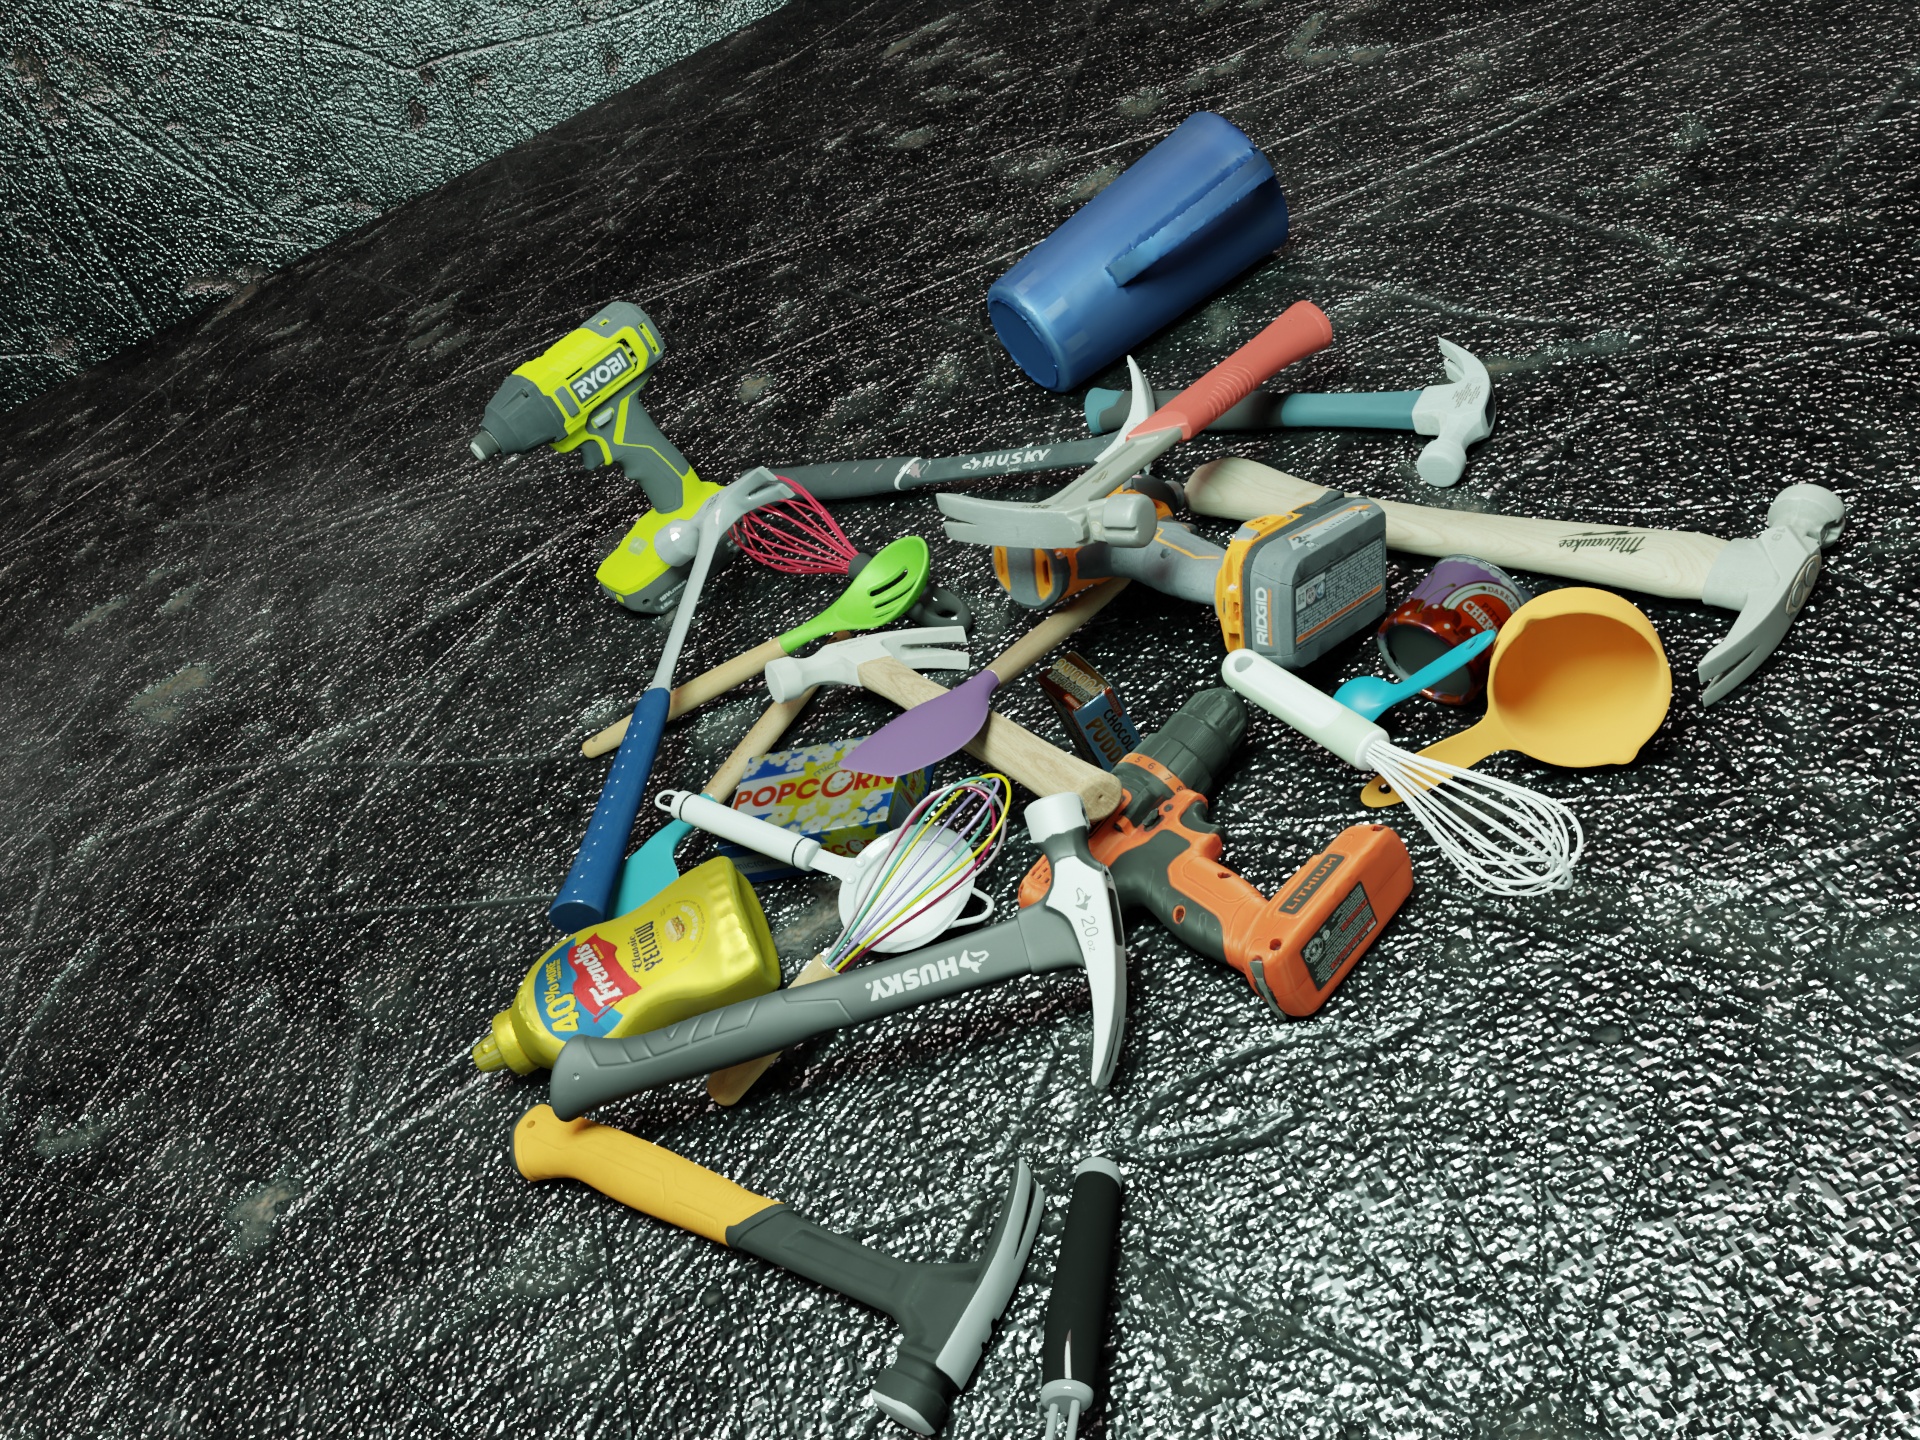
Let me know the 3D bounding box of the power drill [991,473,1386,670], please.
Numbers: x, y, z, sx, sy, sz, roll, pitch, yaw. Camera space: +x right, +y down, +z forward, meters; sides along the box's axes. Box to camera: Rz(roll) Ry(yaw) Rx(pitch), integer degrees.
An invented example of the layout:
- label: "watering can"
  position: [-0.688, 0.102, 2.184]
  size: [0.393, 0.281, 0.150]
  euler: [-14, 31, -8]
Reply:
- label: "power drill"
  position: [0.154, -0.110, 1.016]
  size: [0.227, 0.084, 0.164]
  euler: [18, 36, 41]

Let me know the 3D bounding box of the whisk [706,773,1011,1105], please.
- label: "whisk"
  position: [-0.057, 0.123, 0.887]
  size: [0.245, 0.051, 0.047]
  euler: [-48, 63, 4]

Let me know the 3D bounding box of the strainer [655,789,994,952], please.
- label: "strainer"
  position: [-0.085, 0.084, 0.964]
  size: [0.258, 0.050, 0.087]
  euler: [18, 62, 28]

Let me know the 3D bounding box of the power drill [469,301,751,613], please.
- label: "power drill"
  position: [-0.283, -0.204, 1.304]
  size: [0.171, 0.223, 0.080]
  euler: [-43, 39, -18]

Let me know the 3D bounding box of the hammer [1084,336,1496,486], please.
- label: "hammer"
  position: [0.229, -0.227, 1.167]
  size: [0.331, 0.033, 0.128]
  euler: [9, 52, 39]

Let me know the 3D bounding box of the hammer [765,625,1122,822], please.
- label: "hammer"
  position: [-0.002, -0.003, 0.993]
  size: [0.130, 0.031, 0.332]
  euler: [-18, 24, -24]

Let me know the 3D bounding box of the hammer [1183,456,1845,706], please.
- label: "hammer"
  position: [0.301, -0.109, 0.984]
  size: [0.411, 0.038, 0.146]
  euler: [18, 58, 44]

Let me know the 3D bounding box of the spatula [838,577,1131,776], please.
- label: "spatula"
  position: [0.033, -0.035, 0.991]
  size: [0.060, 0.018, 0.316]
  euler: [8, 29, 31]

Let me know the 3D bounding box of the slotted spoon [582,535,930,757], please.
- label: "slotted spoon"
  position: [-0.151, -0.045, 1.176]
  size: [0.314, 0.031, 0.070]
  euler: [-27, 45, 15]

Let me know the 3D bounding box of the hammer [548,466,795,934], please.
- label: "hammer"
  position: [-0.212, -0.028, 1.136]
  size: [0.144, 0.035, 0.406]
  euler: [-27, 37, 35]

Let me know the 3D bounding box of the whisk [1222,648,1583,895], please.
- label: "whisk"
  position: [0.222, 0.019, 0.837]
  size: [0.058, 0.059, 0.247]
  euler: [-44, 43, -7]

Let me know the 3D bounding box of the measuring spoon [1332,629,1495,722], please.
- label: "measuring spoon"
  position: [0.244, -0.026, 0.876]
  size: [0.042, 0.021, 0.128]
  euler: [-54, 7, -33]

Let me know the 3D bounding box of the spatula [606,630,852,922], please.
- label: "spatula"
  position: [-0.156, 0.046, 1.104]
  size: [0.082, 0.044, 0.318]
  euler: [3, 42, 36]

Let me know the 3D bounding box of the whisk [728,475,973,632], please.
- label: "whisk"
  position: [-0.090, -0.125, 1.234]
  size: [0.073, 0.073, 0.296]
  euler: [-43, 46, -18]

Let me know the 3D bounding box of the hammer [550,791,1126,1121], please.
- label: "hammer"
  position: [-0.071, 0.158, 0.848]
  size: [0.335, 0.035, 0.146]
  euler: [-19, 74, 14]

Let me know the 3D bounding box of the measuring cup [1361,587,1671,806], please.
- label: "measuring cup"
  position: [0.291, -0.006, 0.851]
  size: [0.173, 0.095, 0.052]
  euler: [-33, 10, 31]

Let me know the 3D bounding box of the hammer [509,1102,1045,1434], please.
- label: "hammer"
  position: [-0.116, 0.250, 0.831]
  size: [0.337, 0.034, 0.127]
  euler: [7, 50, 37]

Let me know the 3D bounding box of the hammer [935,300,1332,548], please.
- label: "hammer"
  position: [0.143, -0.204, 1.065]
  size: [0.149, 0.036, 0.359]
  euler: [9, 36, 38]

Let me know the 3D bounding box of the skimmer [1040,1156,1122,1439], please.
- label: "skimmer"
  position: [0.043, 0.341, 0.631]
  size: [0.127, 0.090, 0.364]
  euler: [-14, 29, 22]

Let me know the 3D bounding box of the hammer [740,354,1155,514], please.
- label: "hammer"
  position: [-0.024, -0.206, 1.283]
  size: [0.409, 0.036, 0.149]
  euler: [1, 61, 36]
